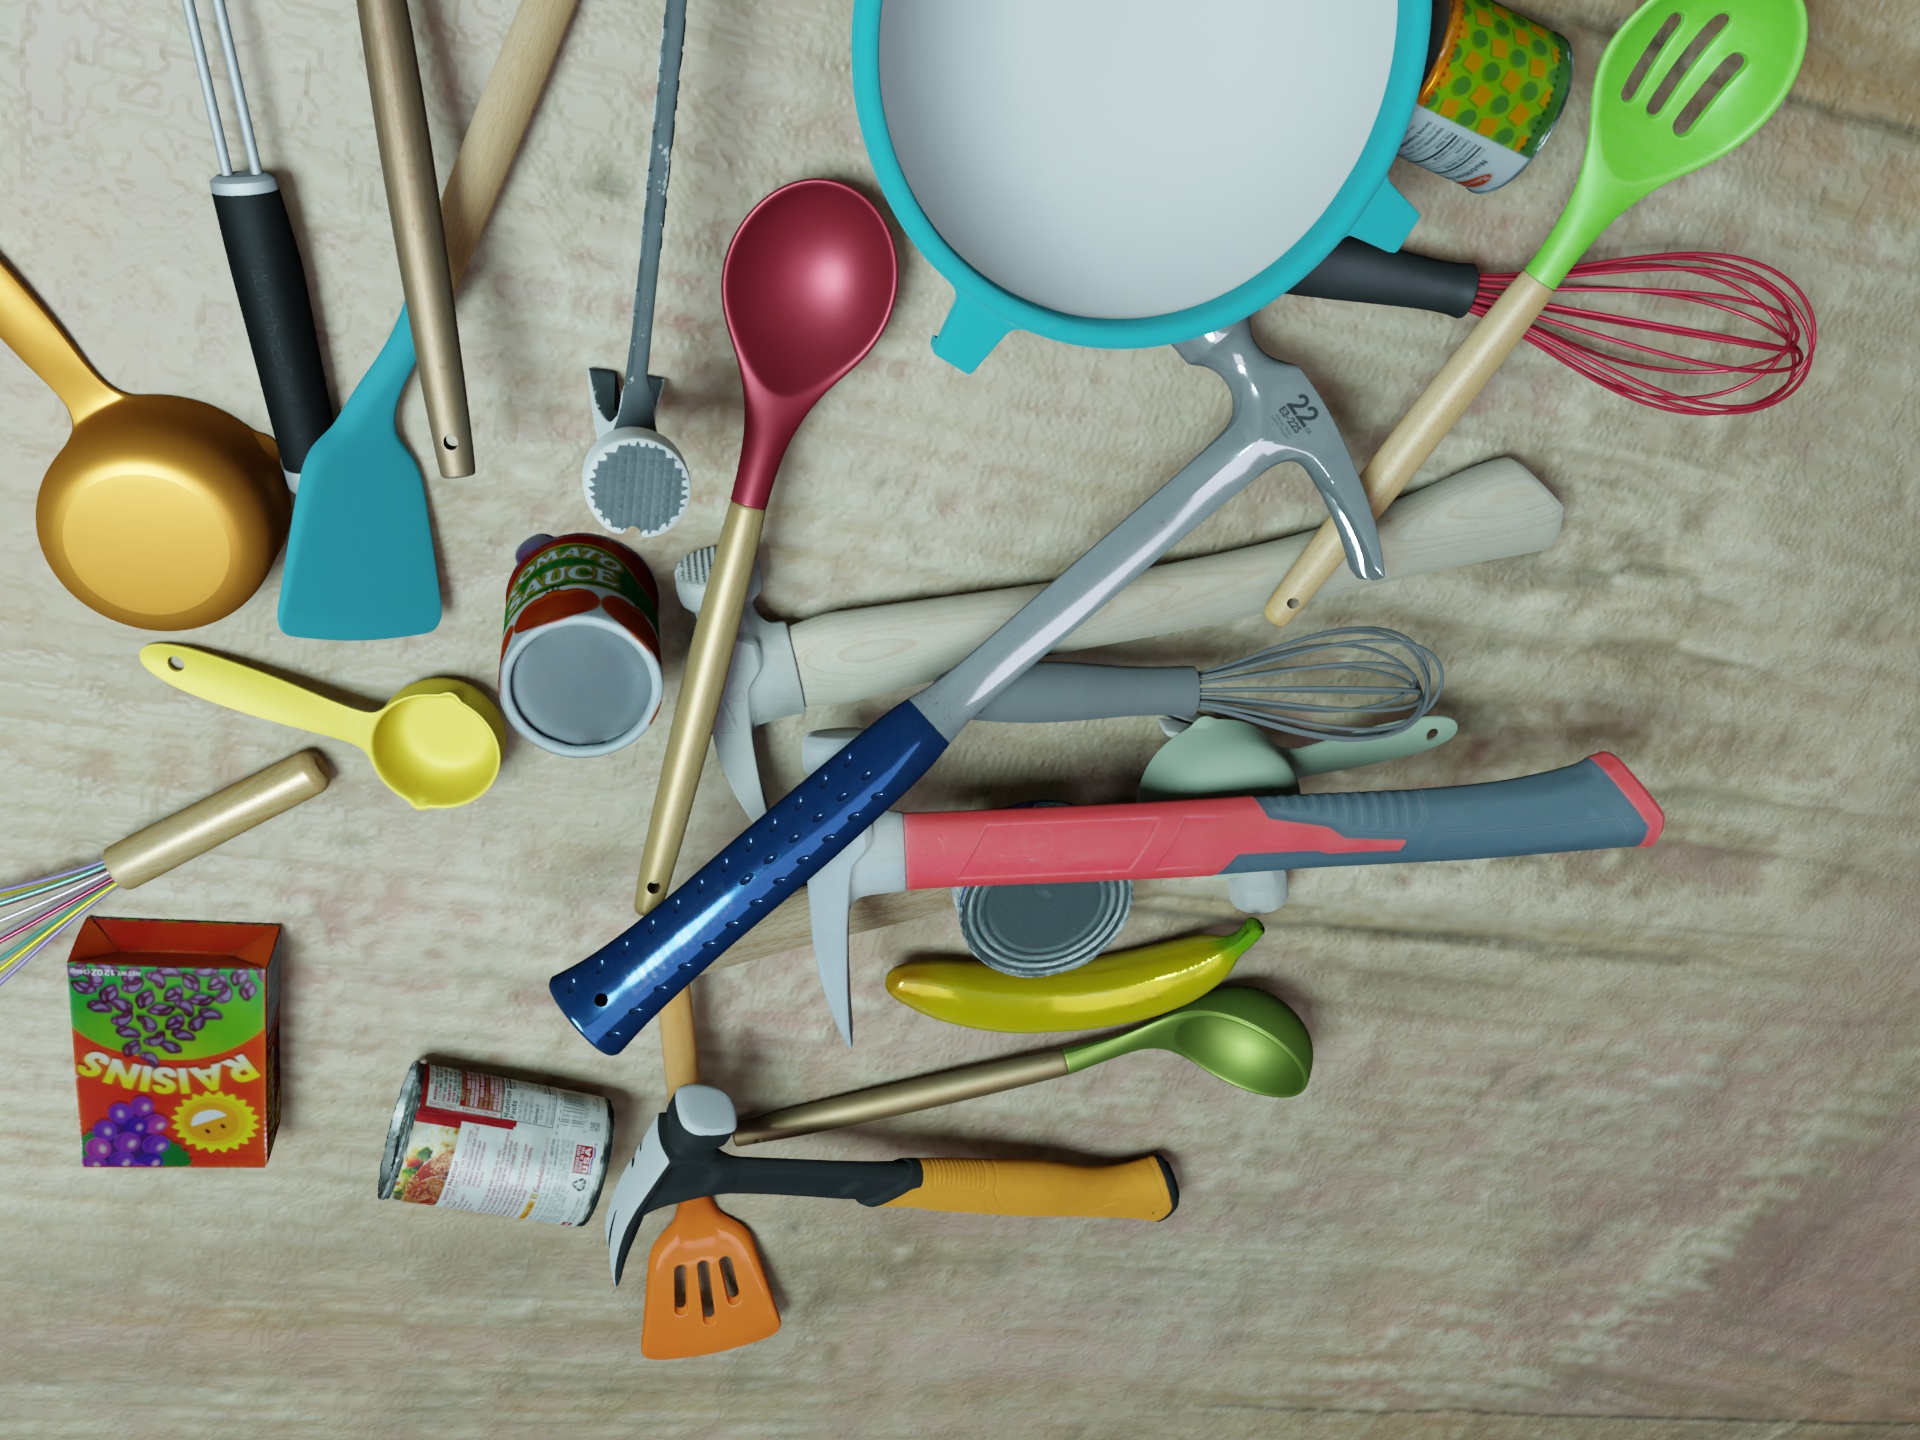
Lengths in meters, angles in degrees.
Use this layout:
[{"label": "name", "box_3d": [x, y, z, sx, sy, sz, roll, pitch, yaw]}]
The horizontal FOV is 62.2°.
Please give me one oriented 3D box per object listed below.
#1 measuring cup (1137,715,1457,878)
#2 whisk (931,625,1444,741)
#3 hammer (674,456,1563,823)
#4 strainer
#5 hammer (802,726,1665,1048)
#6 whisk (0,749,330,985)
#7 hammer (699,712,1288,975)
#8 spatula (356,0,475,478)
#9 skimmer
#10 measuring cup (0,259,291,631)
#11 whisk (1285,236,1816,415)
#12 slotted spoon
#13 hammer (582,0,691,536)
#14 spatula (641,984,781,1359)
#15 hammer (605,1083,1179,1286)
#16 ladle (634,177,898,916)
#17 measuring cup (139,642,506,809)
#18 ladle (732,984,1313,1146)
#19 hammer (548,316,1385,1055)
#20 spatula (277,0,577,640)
[{"label": "measuring cup", "box_3d": [0.171, 0.030, 0.773, 0.167, 0.038, 0.083, -14, 121, -6]}, {"label": "whisk", "box_3d": [0.105, -0.015, 0.724, 0.239, 0.055, 0.055, -1, 120, -8]}, {"label": "hammer", "box_3d": [0.083, -0.047, 0.747, 0.410, 0.038, 0.146, -12, 123, -6]}, {"label": "strainer", "box_3d": [0.043, -0.306, 0.555, 0.211, 0.095, 0.340, -17, 120, -6]}, {"label": "hammer", "box_3d": [0.124, 0.067, 0.724, 0.386, 0.038, 0.143, -2, 99, -3]}, {"label": "whisk", "box_3d": [-0.396, 0.072, 0.707, 0.245, 0.047, 0.051, -27, 133, -2]}, {"label": "hammer", "box_3d": [0.005, 0.075, 0.802, 0.331, 0.031, 0.130, -14, 122, -4]}, {"label": "spatula", "box_3d": [-0.196, -0.241, 0.548, 0.059, 0.018, 0.315, -6, 108, -10]}, {"label": "skimmer", "box_3d": [-0.262, -0.232, 0.524, 0.127, 0.090, 0.363, -1, 123, -2]}, {"label": "measuring cup", "box_3d": [-0.333, -0.109, 0.605, 0.095, 0.052, 0.173, -28, 124, 4]}, {"label": "whisk", "box_3d": [0.238, -0.184, 0.693, 0.295, 0.073, 0.073, 8, 118, -9]}, {"label": "slotted spoon", "box_3d": [0.222, -0.162, 0.661, 0.070, 0.031, 0.313, 28, 118, -12]}, {"label": "hammer", "box_3d": [-0.092, -0.276, 0.539, 0.036, 0.149, 0.408, 5, 109, -16]}, {"label": "spatula", "box_3d": [-0.142, 0.227, 0.839, 0.081, 0.041, 0.322, -7, 129, -12]}, {"label": "hammer", "box_3d": [-0.022, 0.258, 0.867, 0.336, 0.034, 0.127, 12, 125, -31]}, {"label": "ladle", "box_3d": [-0.093, -0.064, 0.660, 0.069, 0.031, 0.315, 14, 102, -11]}, {"label": "measuring cup", "box_3d": [-0.277, -0.008, 0.700, 0.156, 0.029, 0.062, 20, 114, -9]}, {"label": "ladle", "box_3d": [0.034, 0.203, 0.870, 0.320, 0.062, 0.078, -12, 141, -3]}, {"label": "hammer", "box_3d": [-0.001, -0.002, 0.669, 0.405, 0.035, 0.144, -41, 95, 0]}, {"label": "spatula", "box_3d": [-0.186, -0.176, 0.605, 0.082, 0.044, 0.317, -7, 130, -61]}]
